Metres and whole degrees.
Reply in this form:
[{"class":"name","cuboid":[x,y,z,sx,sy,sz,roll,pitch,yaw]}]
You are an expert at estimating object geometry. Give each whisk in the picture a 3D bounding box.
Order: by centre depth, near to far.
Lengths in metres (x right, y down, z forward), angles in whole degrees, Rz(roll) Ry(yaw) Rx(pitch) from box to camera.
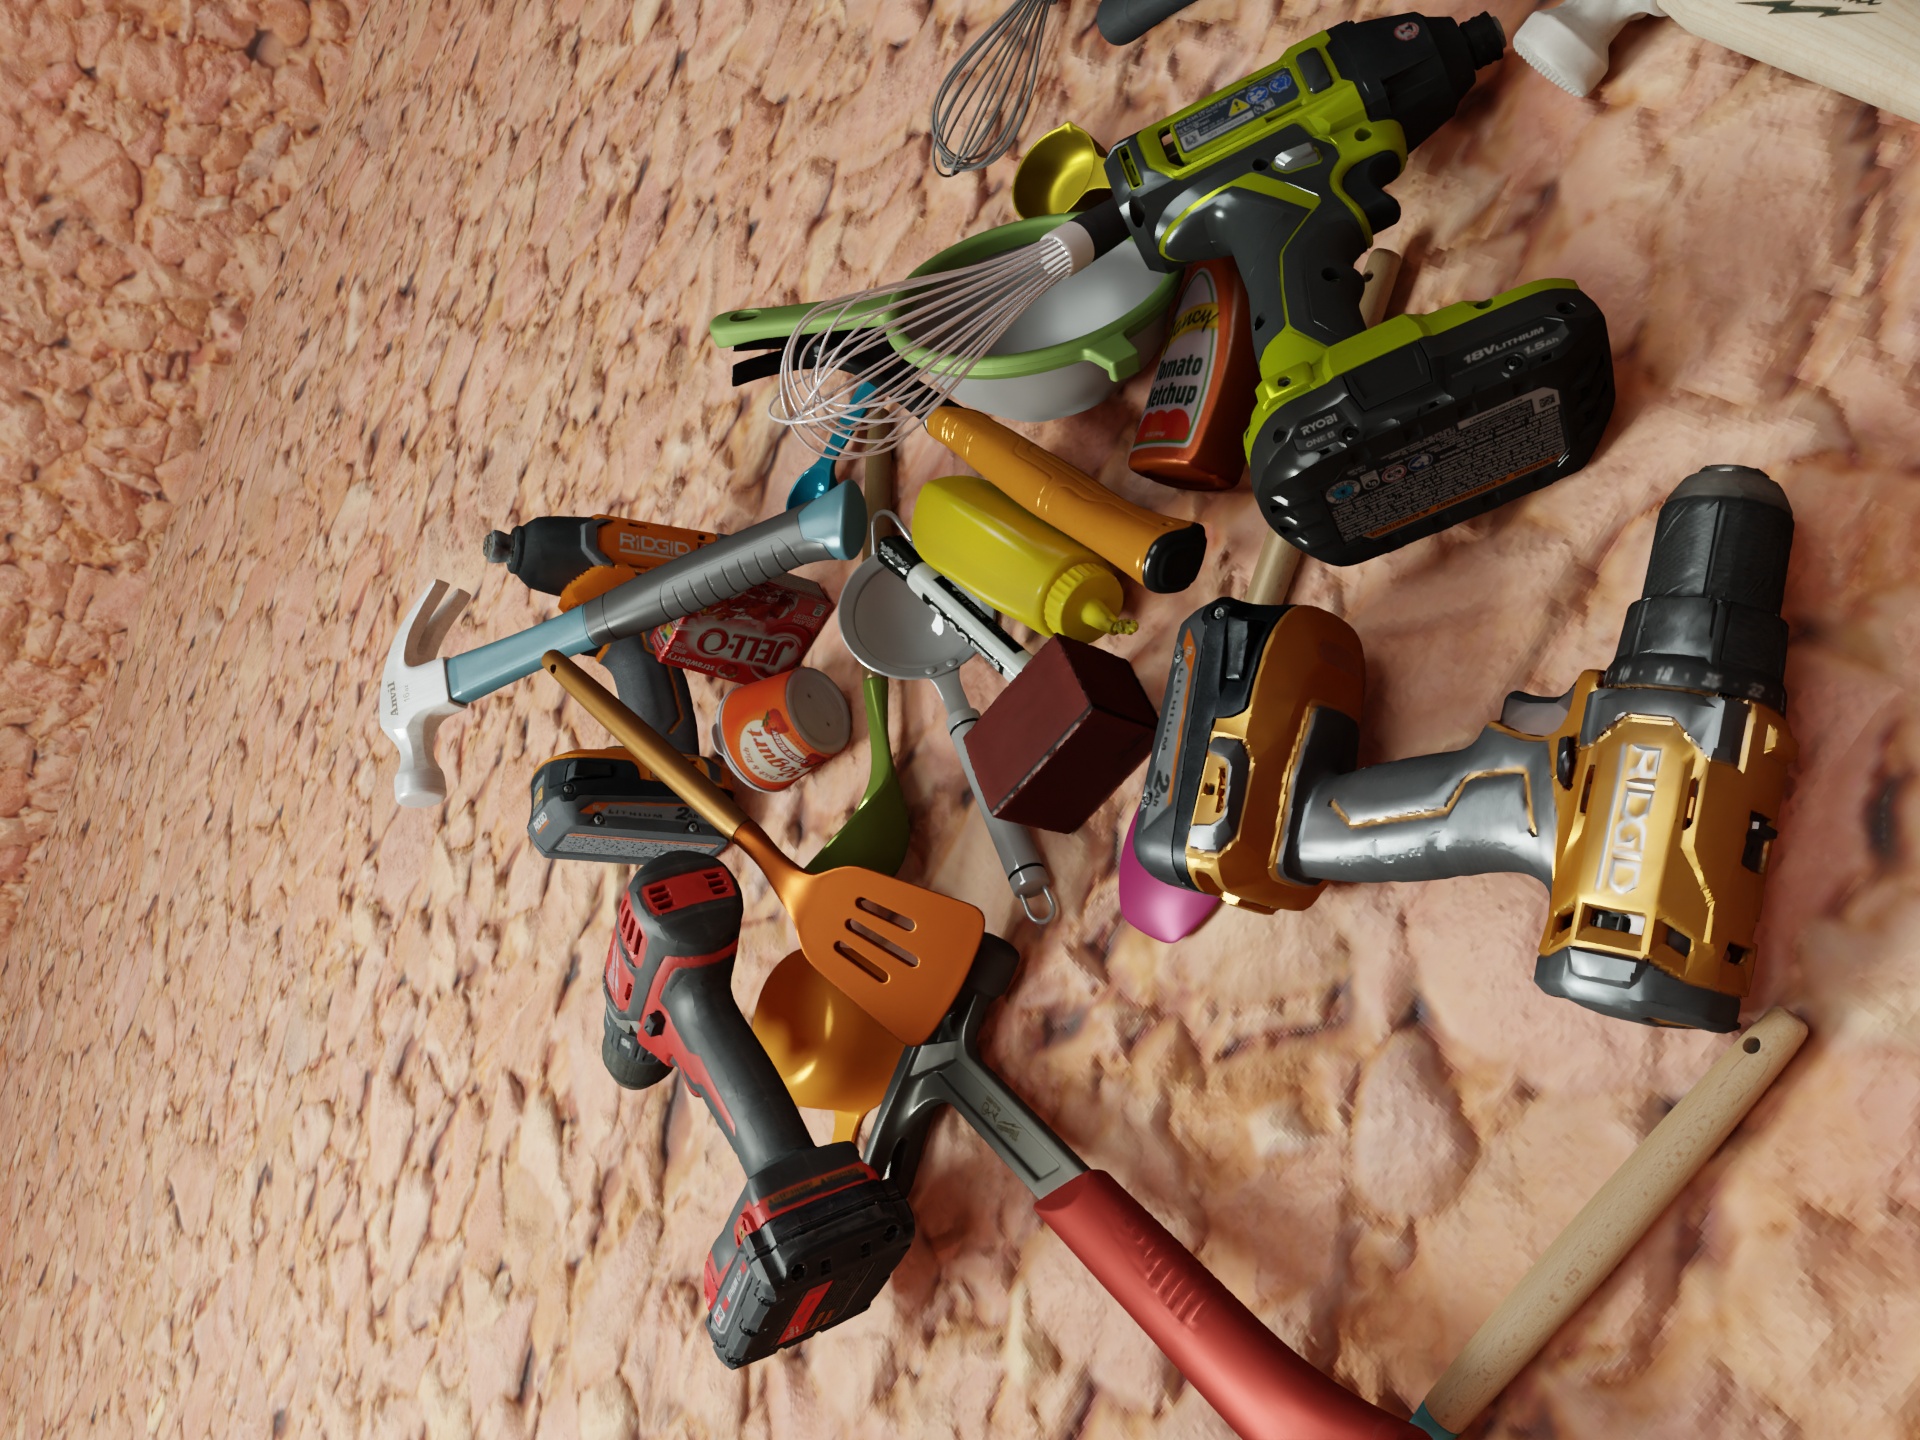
[{"class":"whisk","cuboid":[0.027,-0.200,0.723,0.284,0.070,0.070,-38,28,-27]},{"class":"whisk","cuboid":[0.045,-0.428,0.931,0.055,0.055,0.239,36,102,50]}]

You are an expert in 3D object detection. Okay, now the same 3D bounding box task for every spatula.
[{"class":"spatula","cuboid":[0.172,0.218,0.538,0.317,0.044,0.082,-58,31,17]},{"class":"spatula","cuboid":[-0.121,0.046,0.828,0.323,0.041,0.081,37,109,33]}]

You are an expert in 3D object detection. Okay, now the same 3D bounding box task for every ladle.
[{"class":"ladle","cuboid":[-0.060,-0.047,0.911,0.078,0.062,0.320,133,142,-57]}]

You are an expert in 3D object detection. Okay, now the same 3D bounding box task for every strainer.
[{"class":"strainer","cuboid":[-0.007,-0.191,0.819,0.256,0.069,0.152,0,43,22]},{"class":"strainer","cuboid":[-0.001,-0.003,0.835,0.087,0.050,0.259,-19,58,-5]}]

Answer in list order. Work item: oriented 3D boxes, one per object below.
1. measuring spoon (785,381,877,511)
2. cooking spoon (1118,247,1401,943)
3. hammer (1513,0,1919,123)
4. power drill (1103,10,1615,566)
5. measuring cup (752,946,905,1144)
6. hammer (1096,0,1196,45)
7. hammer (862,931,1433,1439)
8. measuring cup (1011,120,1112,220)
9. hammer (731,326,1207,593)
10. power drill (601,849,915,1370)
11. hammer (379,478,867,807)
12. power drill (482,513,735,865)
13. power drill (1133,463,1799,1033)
[{"class":"measuring spoon","cuboid":[-0.068,-0.176,1.004,0.042,0.021,0.128,33,94,51]},{"class":"cooking spoon","cuboid":[0.134,-0.054,0.705,0.069,0.017,0.319,24,96,51]},{"class":"hammer","cuboid":[0.345,-0.193,0.486,0.146,0.038,0.411,-52,43,23]},{"class":"power drill","cuboid":[0.165,-0.188,0.643,0.171,0.080,0.223,-23,57,15]},{"class":"measuring cup","cuboid":[-0.079,0.204,0.841,0.095,0.052,0.174,-6,70,50]},{"class":"hammer","cuboid":[0.201,-0.382,0.700,0.409,0.036,0.149,-1,47,55]},{"class":"hammer","cuboid":[0.059,0.219,0.647,0.359,0.036,0.149,31,101,59]},{"class":"measuring cup","cuboid":[0.095,-0.283,0.841,0.157,0.029,0.062,16,88,40]},{"class":"hammer","cuboid":[0.004,-0.145,0.824,0.337,0.127,0.034,41,133,46]},{"class":"power drill","cuboid":[-0.122,0.200,0.805,0.227,0.080,0.187,58,144,28]},{"class":"hammer","cuboid":[-0.202,-0.060,0.927,0.331,0.033,0.128,-20,70,17]},{"class":"power drill","cuboid":[-0.224,-0.027,1.016,0.084,0.164,0.227,-38,51,54]},{"class":"power drill","cuboid":[0.183,0.000,0.579,0.226,0.084,0.185,8,82,47]}]
